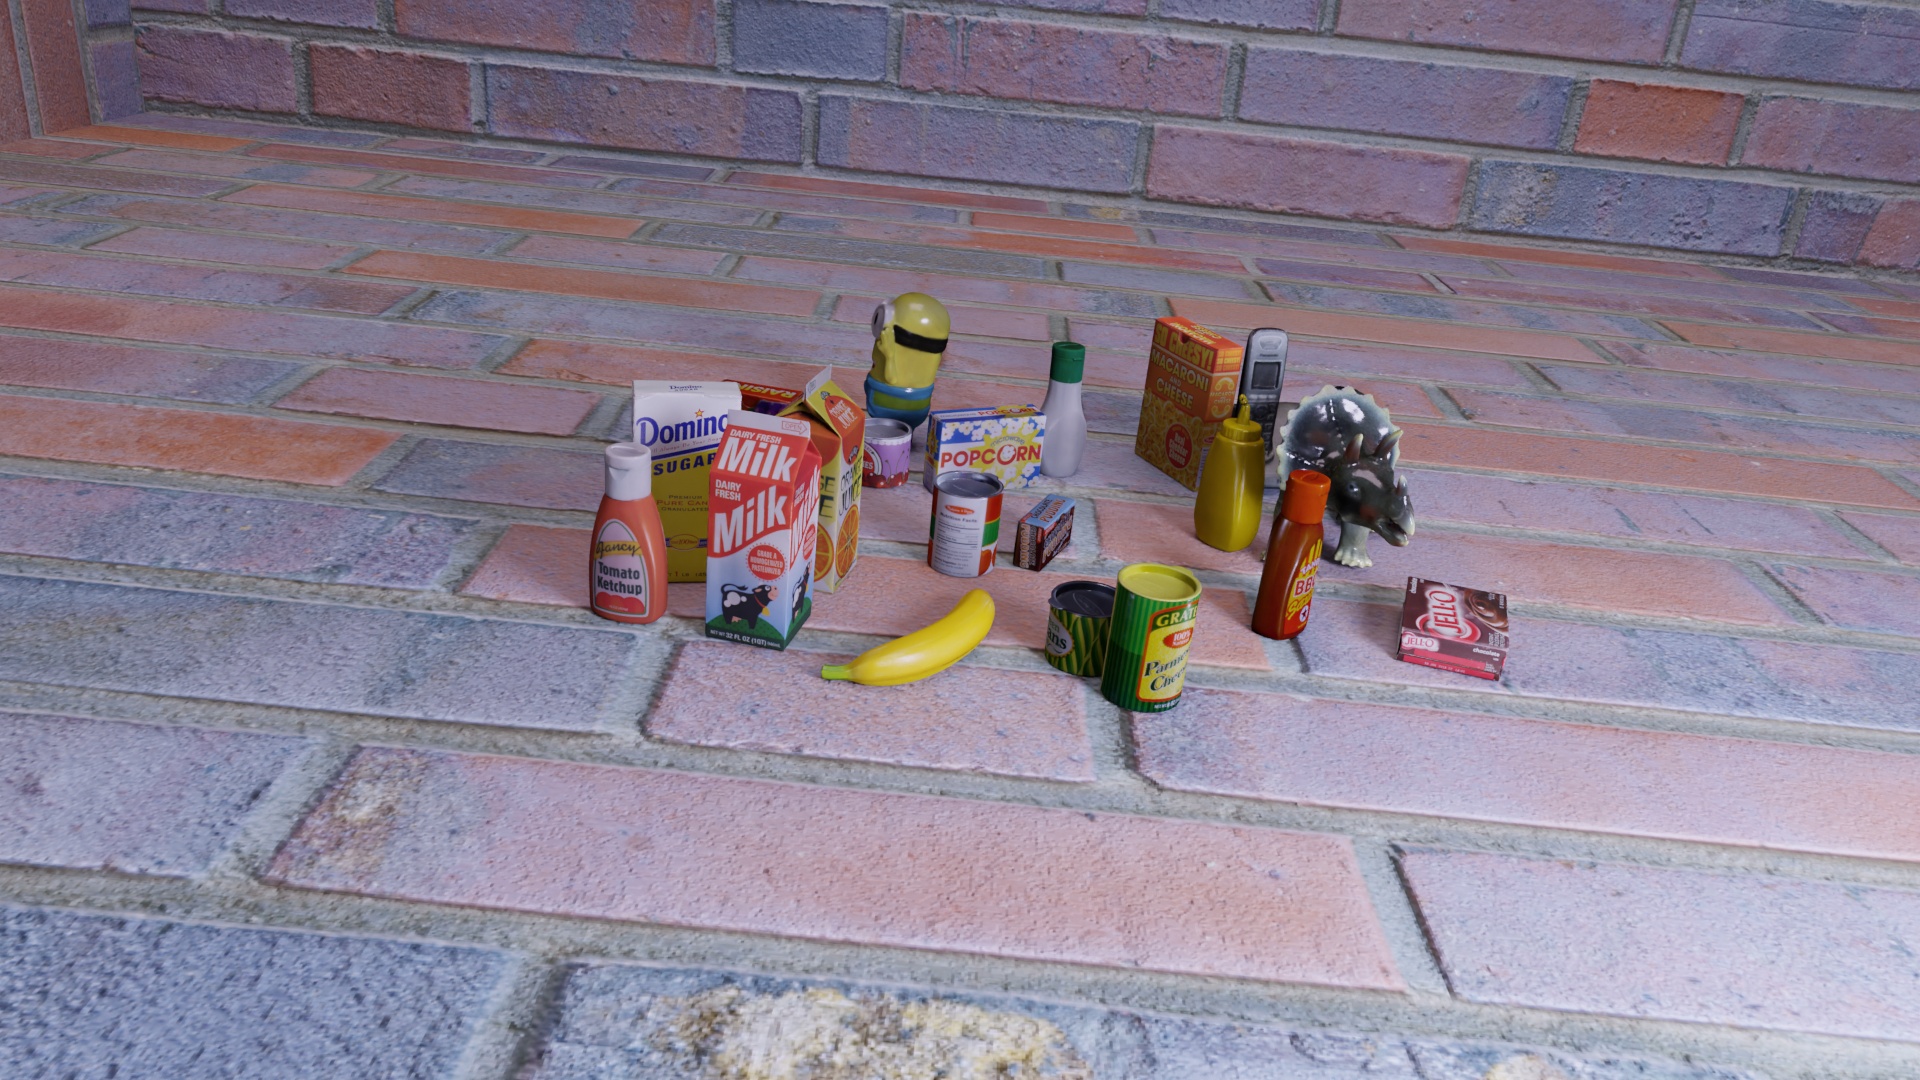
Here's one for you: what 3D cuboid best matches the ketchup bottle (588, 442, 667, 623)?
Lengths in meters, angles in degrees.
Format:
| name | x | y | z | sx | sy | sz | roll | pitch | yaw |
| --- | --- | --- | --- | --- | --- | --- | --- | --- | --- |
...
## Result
| name | x | y | z | sx | sy | sz | roll | pitch | yaw |
| --- | --- | --- | --- | --- | --- | --- | --- | --- | --- |
| ketchup bottle | -0.274 | -0.006 | 1.145 | 0.065 | 0.148 | 0.044 | 10 | 24 | 10 |

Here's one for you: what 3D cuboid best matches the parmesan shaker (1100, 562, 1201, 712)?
| name | x | y | z | sx | sy | sz | roll | pitch | yaw |
| --- | --- | --- | --- | --- | --- | --- | --- | --- | --- |
| parmesan shaker | 0.153 | 0.077 | 1.109 | 0.071 | 0.102 | 0.071 | 5 | 24 | -2 |

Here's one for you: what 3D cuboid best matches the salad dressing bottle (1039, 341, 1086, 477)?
| name | x | y | z | sx | sy | sz | roll | pitch | yaw |
| --- | --- | --- | --- | --- | --- | --- | --- | --- | --- |
| salad dressing bottle | 0.112 | -0.145 | 1.539 | 0.064 | 0.147 | 0.044 | -8 | 27 | -29 |

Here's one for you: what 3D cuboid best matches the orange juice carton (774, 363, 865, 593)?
| name | x | y | z | sx | sy | sz | roll | pitch | yaw |
| --- | --- | --- | --- | --- | --- | --- | --- | --- | --- |
| orange juice carton | -0.131 | -0.058 | 1.237 | 0.073 | 0.191 | 0.072 | 10 | 24 | 11 |

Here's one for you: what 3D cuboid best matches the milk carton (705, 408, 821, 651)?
| name | x | y | z | sx | sy | sz | roll | pitch | yaw |
| --- | --- | --- | --- | --- | --- | --- | --- | --- | --- |
| milk carton | -0.161 | -0.013 | 1.135 | 0.072 | 0.189 | 0.074 | 10 | 24 | 9 |

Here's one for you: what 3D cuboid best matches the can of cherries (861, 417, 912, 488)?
| name | x | y | z | sx | sy | sz | roll | pitch | yaw |
| --- | --- | --- | --- | --- | --- | --- | --- | --- | --- |
| can of cherries | -0.089 | -0.094 | 1.489 | 0.071 | 0.058 | 0.072 | 5 | 24 | -2 |

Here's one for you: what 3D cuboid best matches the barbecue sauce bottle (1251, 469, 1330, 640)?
| name | x | y | z | sx | sy | sz | roll | pitch | yaw |
| --- | --- | --- | --- | --- | --- | --- | --- | --- | --- |
| barbecue sauce bottle | 0.295 | 0.012 | 1.231 | 0.044 | 0.147 | 0.065 | 22 | 29 | 33 |

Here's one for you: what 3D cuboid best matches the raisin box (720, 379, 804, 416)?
| name | x | y | z | sx | sy | sz | roll | pitch | yaw |
| --- | --- | --- | --- | --- | --- | --- | --- | --- | --- |
| raisin box | -0.203 | -0.092 | 1.382 | 0.086 | 0.122 | 0.040 | 11 | 24 | 12 |

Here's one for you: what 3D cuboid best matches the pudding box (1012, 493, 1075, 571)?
| name | x | y | z | sx | sy | sz | roll | pitch | yaw |
| --- | --- | --- | --- | --- | --- | --- | --- | --- | --- |
| pudding box | 0.082 | -0.009 | 1.349 | 0.030 | 0.049 | 0.084 | 15 | 26 | 21 |

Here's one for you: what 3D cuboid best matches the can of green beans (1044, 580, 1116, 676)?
| name | x | y | z | sx | sy | sz | roll | pitch | yaw |
| --- | --- | --- | --- | --- | --- | --- | --- | --- | --- |
| can of green beans | 0.106 | 0.074 | 1.162 | 0.071 | 0.057 | 0.071 | 5 | 24 | -2 |

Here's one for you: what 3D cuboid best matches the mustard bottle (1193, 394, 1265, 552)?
| name | x | y | z | sx | sy | sz | roll | pitch | yaw |
| --- | --- | --- | --- | --- | --- | --- | --- | --- | --- |
| mustard bottle | 0.276 | -0.070 | 1.393 | 0.049 | 0.159 | 0.065 | -13 | 30 | -36 |

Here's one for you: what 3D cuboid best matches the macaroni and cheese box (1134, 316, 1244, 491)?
| name | x | y | z | sx | sy | sz | roll | pitch | yaw |
| --- | --- | --- | --- | --- | --- | --- | --- | --- | --- |
| macaroni and cheese box | 0.256 | -0.156 | 1.570 | 0.040 | 0.165 | 0.124 | -7 | 27 | -26 |

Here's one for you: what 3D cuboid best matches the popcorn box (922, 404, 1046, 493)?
| name | x | y | z | sx | sy | sz | roll | pitch | yaw |
| --- | --- | --- | --- | --- | --- | --- | --- | --- | --- |
| popcorn box | 0.026 | -0.098 | 1.491 | 0.127 | 0.084 | 0.038 | -6 | 27 | -25 |

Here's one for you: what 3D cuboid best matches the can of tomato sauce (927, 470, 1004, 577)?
| name | x | y | z | sx | sy | sz | roll | pitch | yaw |
| --- | --- | --- | --- | --- | --- | --- | --- | --- | --- |
| can of tomato sauce | 0.005 | -0.016 | 1.308 | 0.071 | 0.082 | 0.071 | 5 | 24 | -2 |
